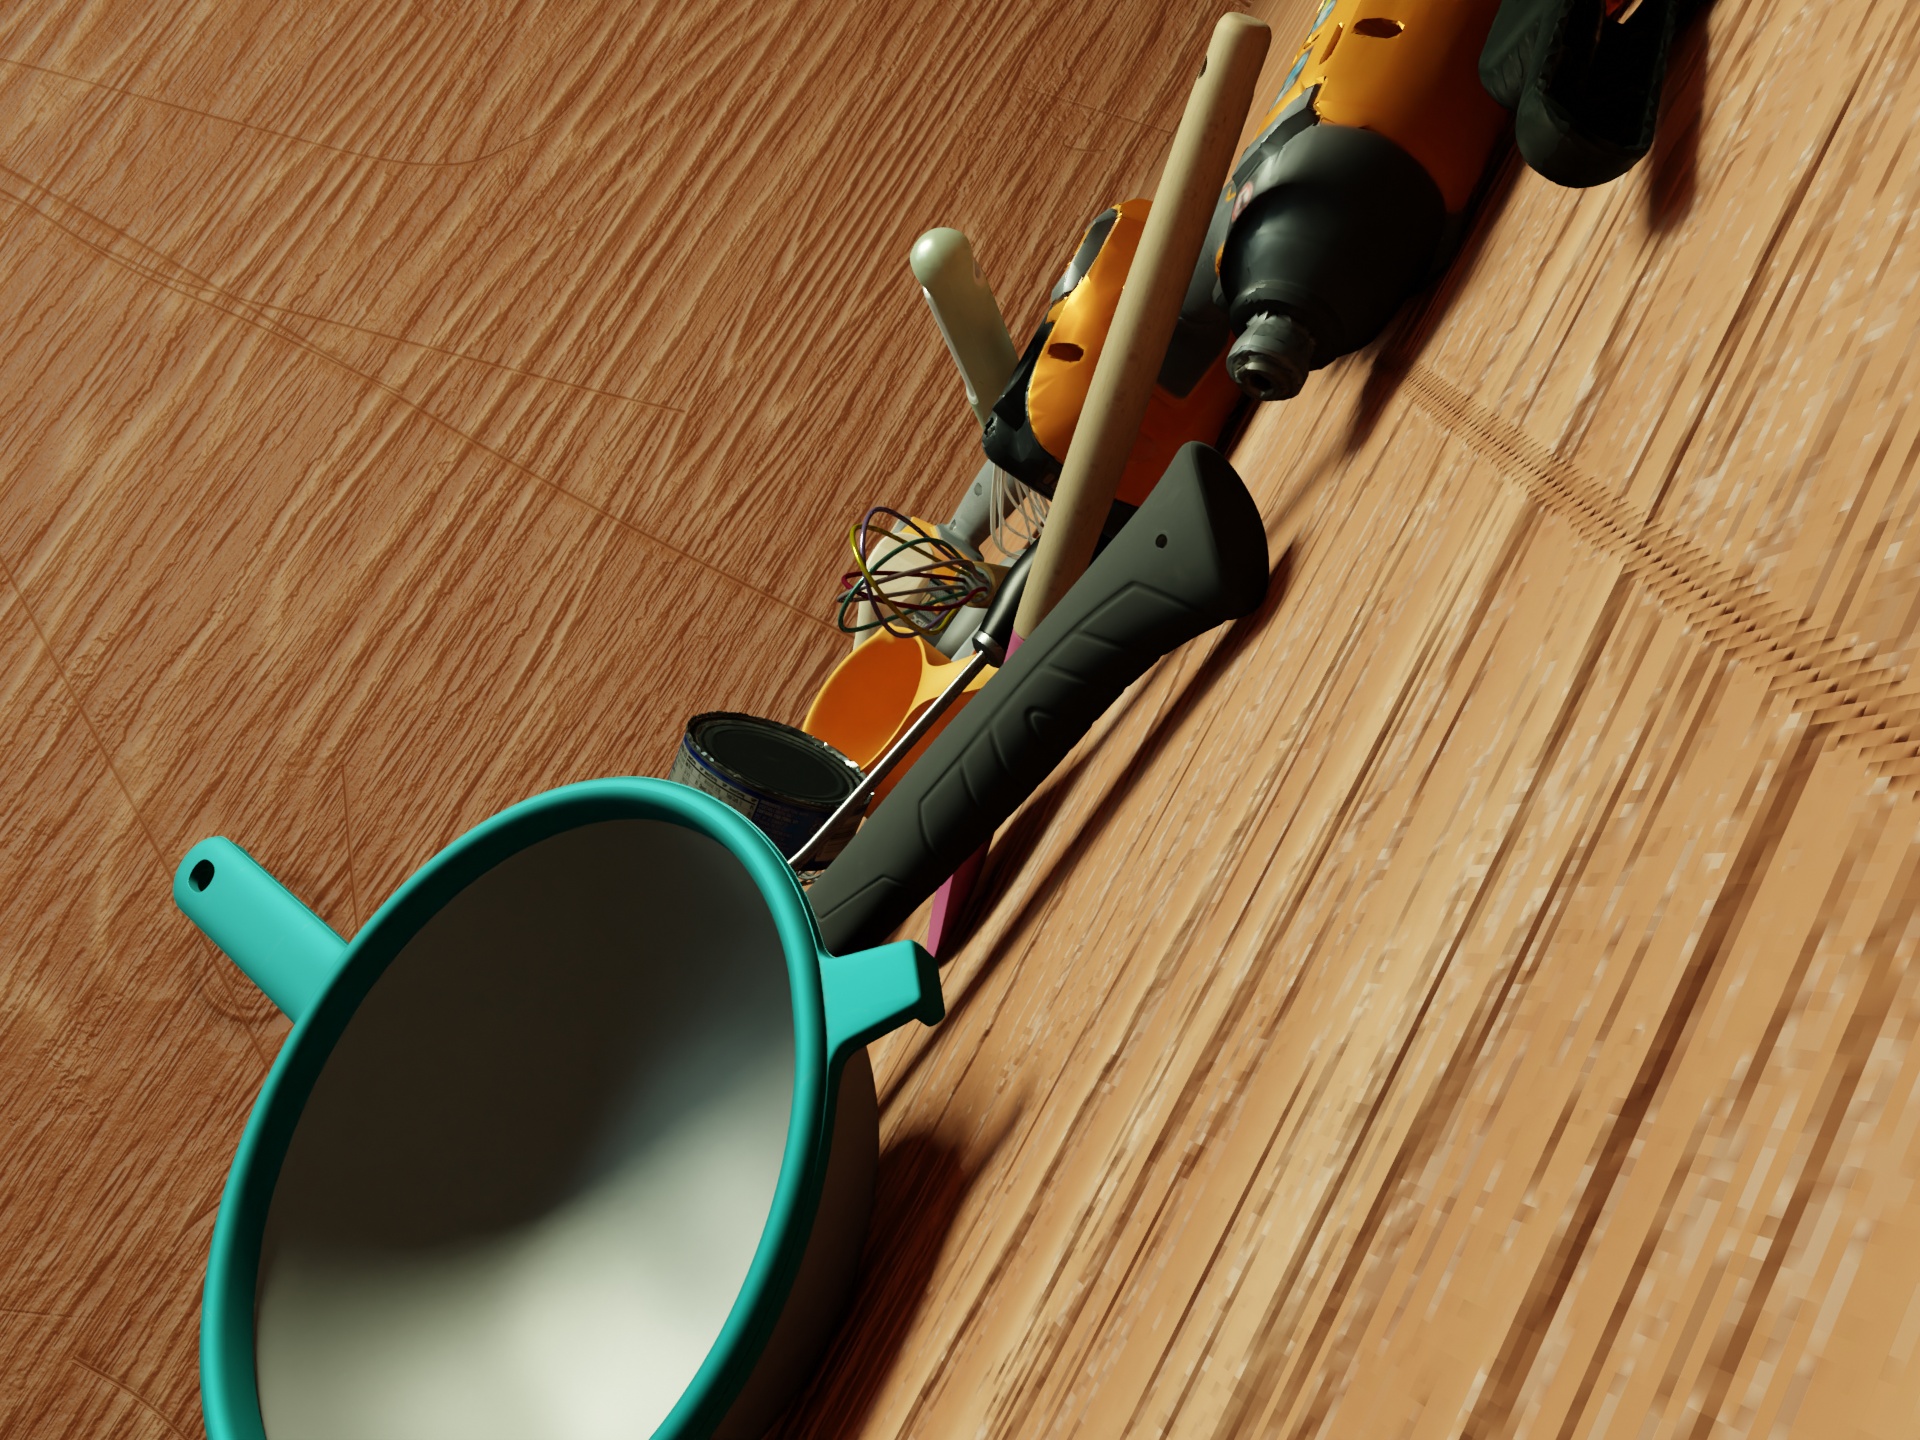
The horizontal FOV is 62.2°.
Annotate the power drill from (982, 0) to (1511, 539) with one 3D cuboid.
[{"bbox_3d":[0.086,-0.138,0.516,0.164,0.084,0.226,-63,11,-20],"label":"power drill"}]

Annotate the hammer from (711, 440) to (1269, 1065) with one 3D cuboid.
[{"bbox_3d":[-0.032,0.048,0.482,0.035,0.146,0.334,8,-49,-49],"label":"hammer"}]

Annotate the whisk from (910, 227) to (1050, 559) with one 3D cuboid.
[{"bbox_3d":[0.021,-0.125,0.670,0.246,0.059,0.058,55,-160,-64],"label":"whisk"}]

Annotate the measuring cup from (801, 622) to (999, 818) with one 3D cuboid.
[{"bbox_3d":[-0.001,-0.002,0.730,0.173,0.052,0.095,-15,49,44],"label":"measuring cup"}]

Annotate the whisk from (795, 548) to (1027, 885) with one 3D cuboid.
[{"bbox_3d":[-0.027,0.001,0.910,0.239,0.055,0.055,-54,6,0],"label":"whisk"}]

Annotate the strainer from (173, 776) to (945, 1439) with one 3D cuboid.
[{"bbox_3d":[-0.140,0.112,0.476,0.341,0.095,0.211,21,76,44],"label":"strainer"}]

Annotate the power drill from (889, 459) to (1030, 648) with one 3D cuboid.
[{"bbox_3d":[0.031,-0.151,1.028,0.226,0.084,0.185,-53,9,13],"label":"power drill"}]

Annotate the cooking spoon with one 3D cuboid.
[{"bbox_3d":[0.031,-0.047,0.481,0.069,0.017,0.318,-83,9,-56],"label":"cooking spoon"}]

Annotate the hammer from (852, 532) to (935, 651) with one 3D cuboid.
[{"bbox_3d":[-0.063,-0.010,0.995,0.146,0.038,0.410,-61,-2,-17],"label":"hammer"}]

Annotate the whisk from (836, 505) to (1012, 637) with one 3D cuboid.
[{"bbox_3d":[0.001,-0.058,0.717,0.051,0.047,0.245,-63,-14,11],"label":"whisk"}]

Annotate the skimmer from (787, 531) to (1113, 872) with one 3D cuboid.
[{"bbox_3d":[-0.006,0.037,0.626,0.363,0.090,0.127,-49,-3,-7],"label":"skimmer"}]
